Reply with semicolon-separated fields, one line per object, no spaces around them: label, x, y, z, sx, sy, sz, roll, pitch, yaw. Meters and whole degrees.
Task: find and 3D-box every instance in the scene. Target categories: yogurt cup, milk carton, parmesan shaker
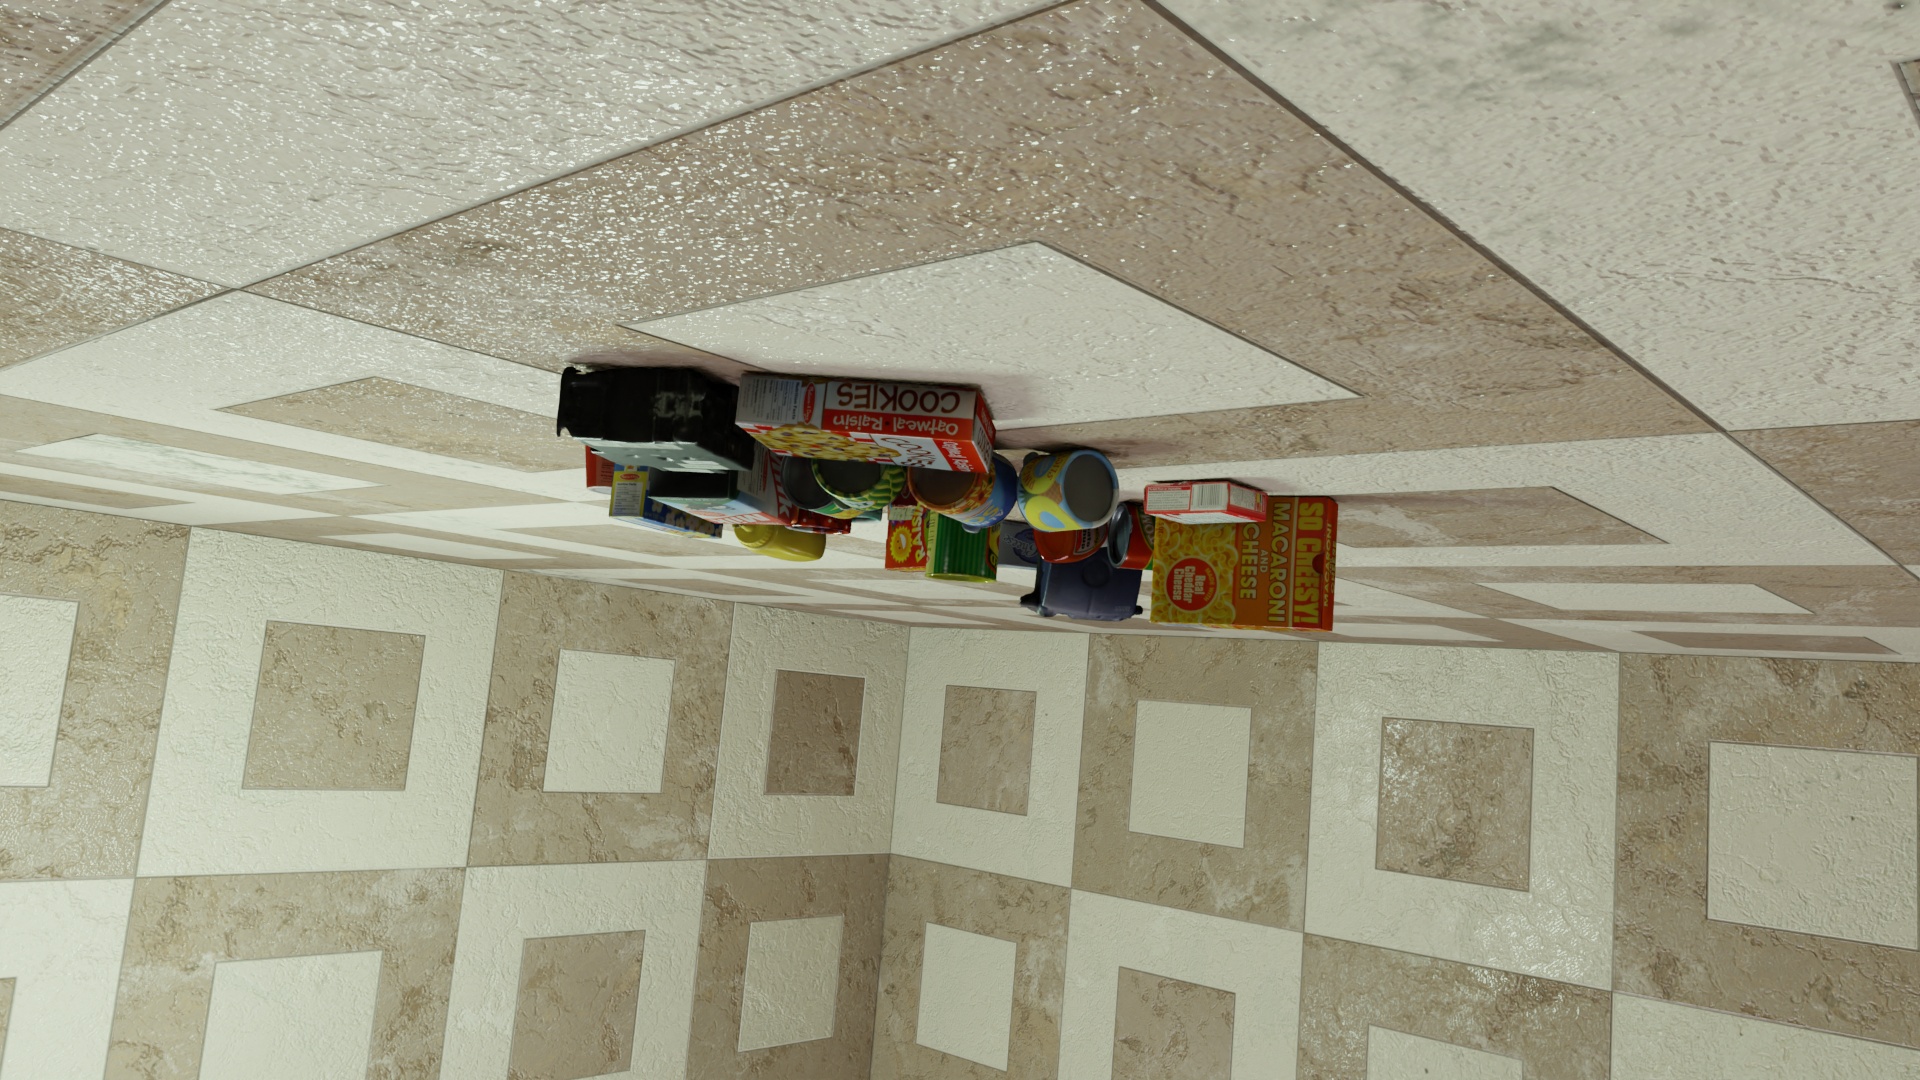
yogurt cup;-0.305;-0.069;1.245;0.072;0.054;0.072;4;173;1
milk carton;-0.194;-0.056;1.191;0.072;0.073;0.190;1;172;13
parmesan shaker;0.005;-0.016;1.265;0.071;0.103;0.071;5;173;1

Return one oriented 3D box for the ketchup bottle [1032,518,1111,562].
ketchup bottle;0.121;-0.011;1.421;0.043;0.064;0.149;-5;178;25

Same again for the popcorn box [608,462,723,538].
popcorn box;-0.255;-0.051;1.226;0.038;0.085;0.126;1;172;23

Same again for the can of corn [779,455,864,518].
can of corn;-0.108;-0.056;1.180;0.071;0.071;0.058;2;173;25

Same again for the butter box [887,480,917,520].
butter box;-0.051;-0.049;1.238;0.024;0.053;0.103;3;174;-4

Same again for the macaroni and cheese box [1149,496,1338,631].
macaroni and cheese box;0.265;0.022;1.308;0.166;0.124;0.040;1;173;29

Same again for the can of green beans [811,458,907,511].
can of green beans;-0.080;-0.060;1.106;0.071;0.071;0.058;4;173;10

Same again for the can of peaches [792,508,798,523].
can of peaches;-0.184;-0.048;1.320;0.071;0.058;0.071;5;173;1

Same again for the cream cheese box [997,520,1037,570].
cream cheese box;0.086;0.009;1.629;0.104;0.053;0.024;7;174;-21

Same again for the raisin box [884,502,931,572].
raisin box;-0.026;-0.012;1.398;0.040;0.086;0.123;8;173;-37

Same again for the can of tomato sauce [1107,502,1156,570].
can of tomato sauce;0.199;-0.003;1.406;0.083;0.071;0.071;6;173;-13

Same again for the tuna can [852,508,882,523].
tuna can;-0.116;-0.039;1.461;0.071;0.033;0.071;4;173;1

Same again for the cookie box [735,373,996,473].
cookie box;-0.064;-0.085;1.006;0.167;0.040;0.123;5;173;7

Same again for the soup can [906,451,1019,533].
soup can;0.002;-0.047;1.140;0.071;0.071;0.084;2;172;24

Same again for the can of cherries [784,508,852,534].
can of cherries;-0.136;-0.038;1.369;0.071;0.058;0.071;5;173;1

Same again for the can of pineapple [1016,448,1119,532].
can of pineapple;0.088;-0.042;1.147;0.071;0.071;0.058;10;171;-35

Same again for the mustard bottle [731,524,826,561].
mustard bottle;-0.193;-0.009;1.434;0.065;0.049;0.160;2;173;18
